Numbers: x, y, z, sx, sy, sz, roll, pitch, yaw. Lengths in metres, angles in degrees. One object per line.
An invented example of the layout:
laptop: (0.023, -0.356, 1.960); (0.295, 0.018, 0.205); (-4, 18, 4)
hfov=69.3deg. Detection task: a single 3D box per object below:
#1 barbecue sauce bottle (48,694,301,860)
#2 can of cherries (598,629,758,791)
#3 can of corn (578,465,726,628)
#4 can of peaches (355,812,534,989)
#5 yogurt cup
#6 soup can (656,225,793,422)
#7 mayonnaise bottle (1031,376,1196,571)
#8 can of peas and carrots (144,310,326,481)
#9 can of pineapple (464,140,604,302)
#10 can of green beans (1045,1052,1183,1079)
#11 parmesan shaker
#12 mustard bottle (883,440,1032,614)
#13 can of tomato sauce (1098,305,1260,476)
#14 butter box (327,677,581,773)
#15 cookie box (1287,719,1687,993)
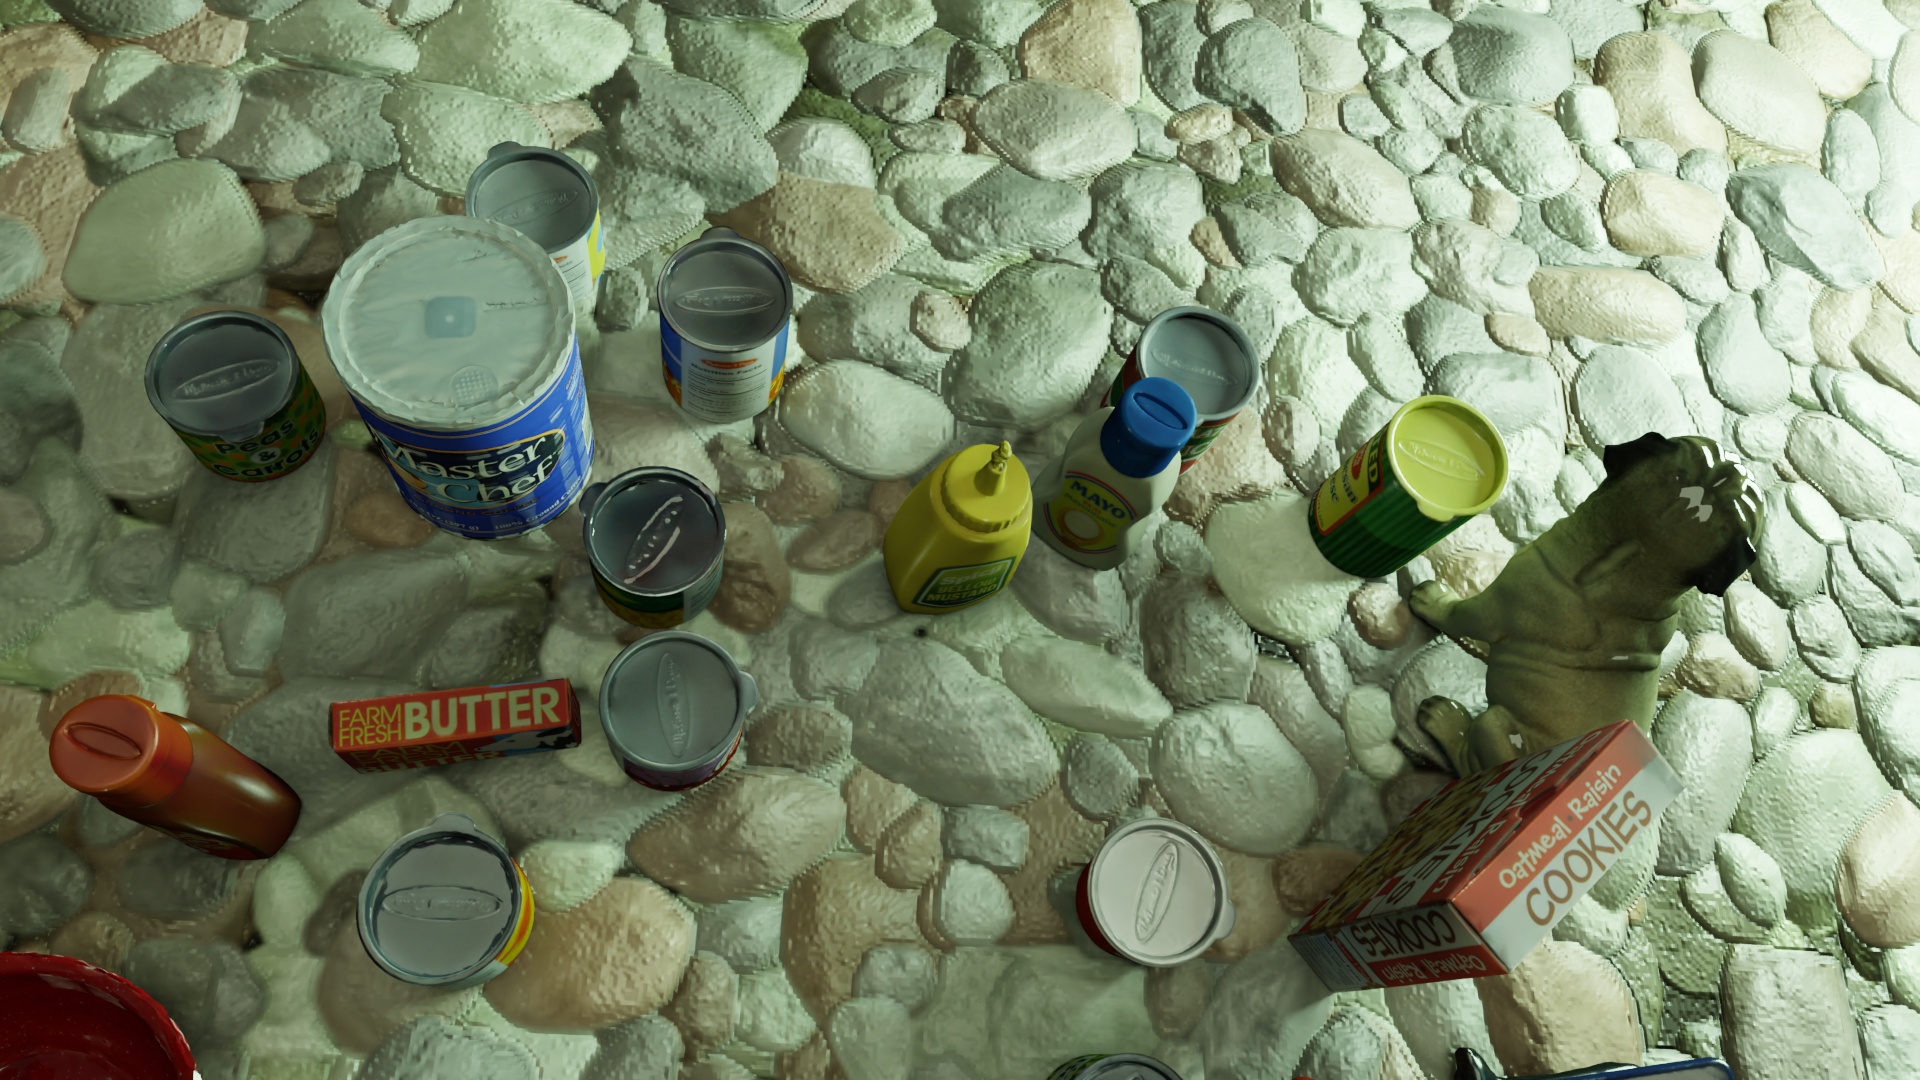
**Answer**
barbecue sauce bottle: (-0.320, 0.097, 0.566); (0.065, 0.148, 0.044); (21, 67, -2)
can of cherries: (-0.132, 0.082, 0.656); (0.071, 0.058, 0.072); (4, 69, -9)
can of corn: (-0.152, 0.003, 0.683); (0.071, 0.058, 0.071); (4, 69, -9)
can of peaches: (-0.223, 0.160, 0.609); (0.071, 0.058, 0.071); (4, 69, -9)
yogurt cup: (0.088, 0.171, 0.666); (0.072, 0.053, 0.072); (4, 69, -9)
soup can: (-0.122, -0.110, 0.718); (0.071, 0.083, 0.071); (4, 69, -9)
mayonnaise bottle: (0.076, -0.033, 0.692); (0.065, 0.147, 0.041); (33, 67, 3)
can of peas and carrots: (-0.347, -0.067, 0.672); (0.071, 0.058, 0.071); (4, 69, -9)
can of pineapple: (-0.224, -0.166, 0.734); (0.071, 0.057, 0.071); (4, 69, -9)
can of green beans: (0.069, 0.265, 0.624); (0.071, 0.057, 0.071); (4, 69, -9)
parmesan shaker: (0.235, -0.024, 0.743); (0.071, 0.102, 0.071); (4, 69, -9)
mustard bottle: (0.002, -0.008, 0.661); (0.065, 0.159, 0.049); (-10, 72, -14)
can of tomato sauce: (0.115, -0.076, 0.751); (0.071, 0.082, 0.071); (4, 69, -9)
butter box: (-0.230, 0.086, 0.639); (0.104, 0.053, 0.024); (-5, 71, -13)
cookie box: (0.234, 0.150, 0.641); (0.123, 0.166, 0.040); (-36, 80, -21)
